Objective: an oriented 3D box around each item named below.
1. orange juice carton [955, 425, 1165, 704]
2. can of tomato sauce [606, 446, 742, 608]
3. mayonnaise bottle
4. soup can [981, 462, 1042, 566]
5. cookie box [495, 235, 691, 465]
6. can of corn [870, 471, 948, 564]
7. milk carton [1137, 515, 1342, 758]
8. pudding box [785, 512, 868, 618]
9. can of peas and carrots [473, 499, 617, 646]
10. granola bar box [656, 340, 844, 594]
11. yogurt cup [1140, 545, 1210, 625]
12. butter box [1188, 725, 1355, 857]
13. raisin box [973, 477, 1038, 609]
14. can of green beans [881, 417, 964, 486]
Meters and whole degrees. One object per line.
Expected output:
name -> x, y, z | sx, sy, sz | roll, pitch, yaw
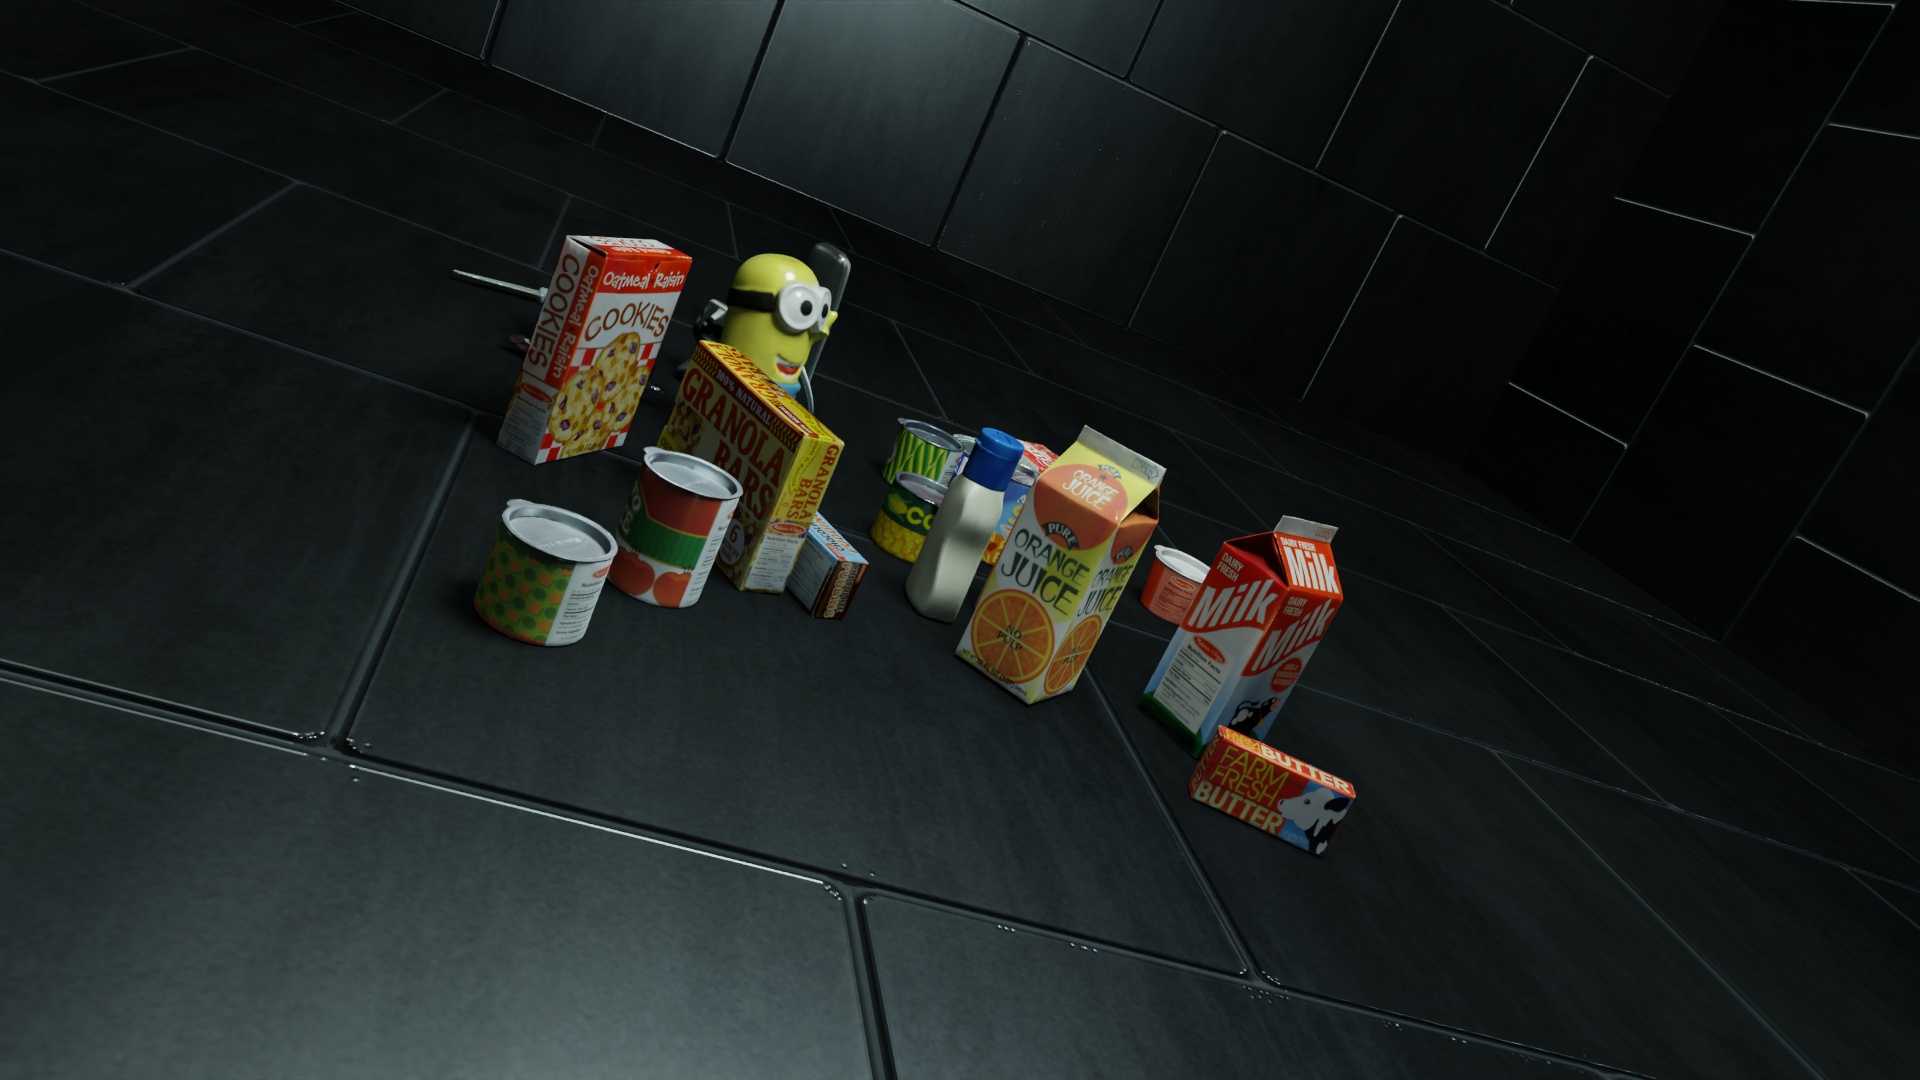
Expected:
orange juice carton -> 0.077, 0.017, 1.006 | 0.072, 0.192, 0.073 | 33, 18, 25
can of tomato sauce -> -0.189, -0.008, 0.903 | 0.071, 0.082, 0.071 | 23, 17, -7
mayonnaise bottle -> 0.004, -0.013, 1.070 | 0.041, 0.147, 0.065 | 18, 18, -21
soup can -> 0.043, -0.023, 1.261 | 0.071, 0.083, 0.071 | 23, 17, -7
cookie box -> -0.274, -0.145, 1.049 | 0.040, 0.167, 0.123 | 28, 17, 11
can of corn -> -0.036, -0.017, 1.179 | 0.071, 0.058, 0.071 | 23, 17, -7
milk carton -> 0.220, 0.068, 1.052 | 0.072, 0.190, 0.073 | 10, 22, -41
pudding box -> -0.107, 0.014, 1.005 | 0.030, 0.049, 0.084 | 9, 23, -43
can of peas and carrots -> -0.240, 0.018, 0.796 | 0.071, 0.058, 0.071 | 23, 17, -7
granola bar box -> -0.162, -0.056, 1.011 | 0.039, 0.123, 0.166 | 9, 23, -43
yogurt cup -> 0.208, 0.046, 1.332 | 0.072, 0.053, 0.072 | 23, 17, -7
butter box -> 0.216, 0.174, 0.966 | 0.103, 0.053, 0.024 | 25, 17, 0
raisin box -> 0.073, 0.013, 1.129 | 0.040, 0.123, 0.086 | 37, 21, 36
can of green beans -> -0.037, -0.078, 1.358 | 0.071, 0.057, 0.071 | 23, 17, -7
